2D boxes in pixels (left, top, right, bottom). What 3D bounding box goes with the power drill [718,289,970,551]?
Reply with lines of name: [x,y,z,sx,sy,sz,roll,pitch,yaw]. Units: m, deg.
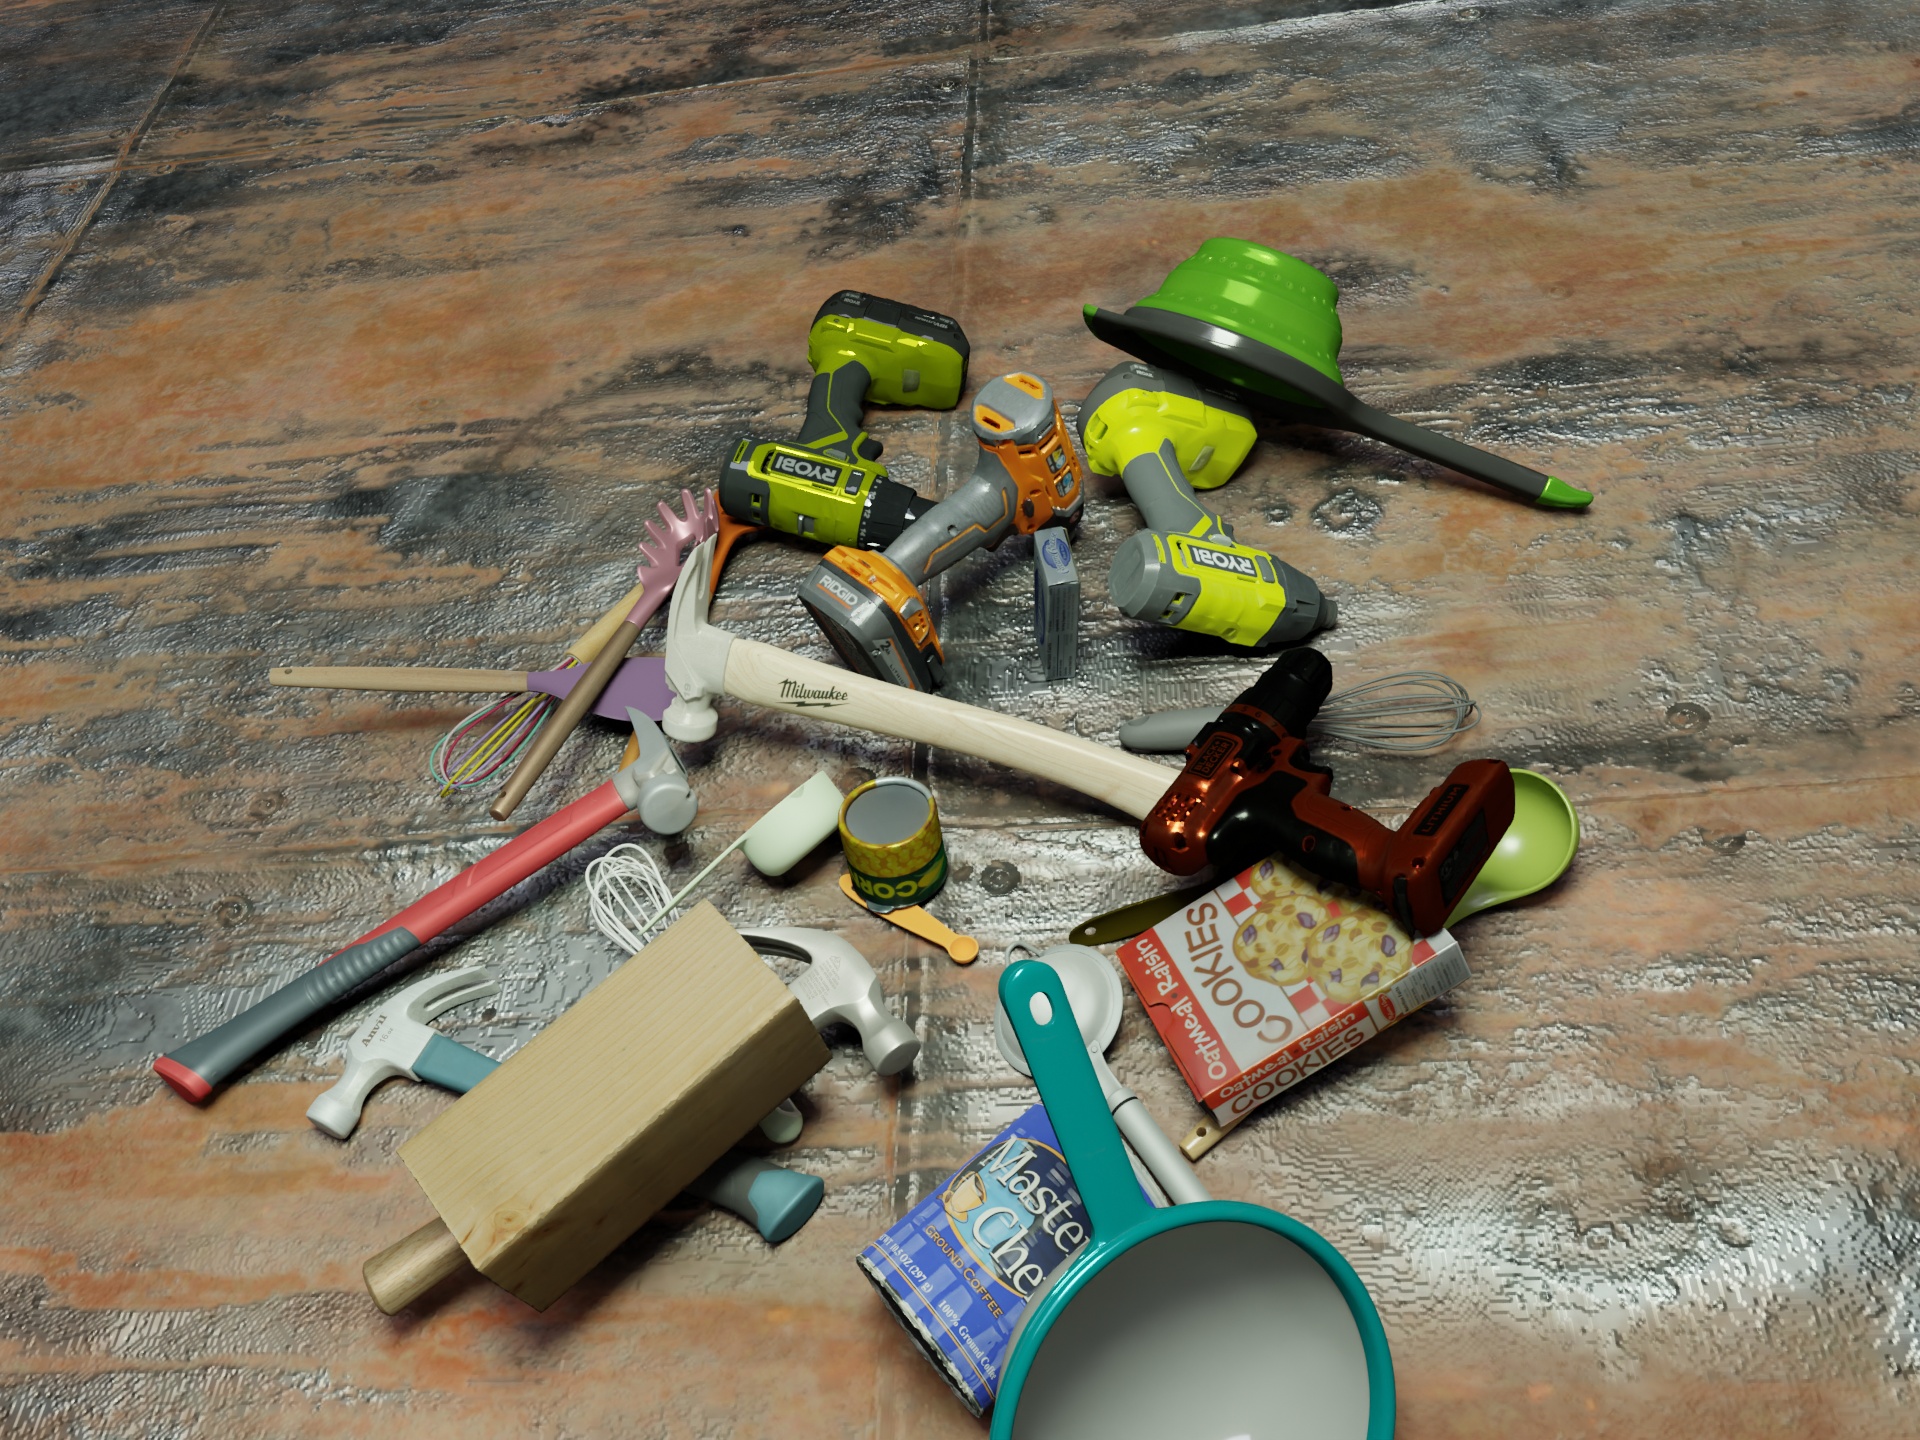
power drill: [-0.069,-0.231,1.280,0.190,0.080,0.229,15,56,4]

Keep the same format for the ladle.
ladle: [0.246,0.144,0.941,0.320,0.062,0.078,-38,49,-16]

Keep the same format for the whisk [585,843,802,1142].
whisk: [-0.170,0.170,1.009,0.059,0.057,0.247,-52,57,15]

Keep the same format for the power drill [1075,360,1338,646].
power drill: [0.175,-0.151,1.154,0.171,0.080,0.223,9,47,-24]

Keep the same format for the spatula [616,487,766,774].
spatula: [-0.202,-0.074,1.224,0.081,0.041,0.323,8,58,15]

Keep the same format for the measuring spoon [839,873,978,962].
measuring spoon: [-0.035,0.129,1.038,0.117,0.011,0.021,26,53,32]

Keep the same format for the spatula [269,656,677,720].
spatula: [-0.340,-0.027,1.156,0.316,0.018,0.060,2,53,-3]

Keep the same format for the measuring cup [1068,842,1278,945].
measuring cup: [0.140,0.106,1.003,0.156,0.062,0.029,-21,29,9]

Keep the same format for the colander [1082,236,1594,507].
colander: [0.291,-0.268,1.184,0.397,0.204,0.094,23,96,8]

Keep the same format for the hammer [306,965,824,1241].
hammer: [-0.236,0.243,0.971,0.331,0.033,0.128,15,57,21]

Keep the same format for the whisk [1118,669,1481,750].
whisk: [0.225,0.001,1.067,0.239,0.055,0.055,-5,51,13]

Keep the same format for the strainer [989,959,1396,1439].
strainer: [0.074,0.269,0.762,0.211,0.340,0.095,-23,5,-20]

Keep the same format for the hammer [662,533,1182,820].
hammer: [-0.002,-0.003,1.046,0.410,0.146,0.038,16,29,10]

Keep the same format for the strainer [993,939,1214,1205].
strainer: [0.089,0.214,0.920,0.087,0.050,0.259,-41,54,3]

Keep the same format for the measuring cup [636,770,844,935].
measuring cup: [-0.138,0.097,1.033,0.038,0.083,0.167,48,59,0]

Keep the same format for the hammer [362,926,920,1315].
hammer: [-0.193,0.232,0.928,0.331,0.031,0.130,-32,56,-12]

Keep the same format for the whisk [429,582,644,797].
whisk: [-0.307,-0.029,1.198,0.051,0.047,0.245,27,56,20]

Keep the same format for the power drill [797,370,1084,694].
power drill: [0.003,-0.123,1.152,0.084,0.164,0.226,36,78,32]

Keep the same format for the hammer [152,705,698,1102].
hammer: [-0.357,0.124,1.062,0.386,0.038,0.143,-33,31,-5]

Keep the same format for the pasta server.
pasta server: [-0.255,-0.054,1.151,0.060,0.040,0.316,2,47,29]
